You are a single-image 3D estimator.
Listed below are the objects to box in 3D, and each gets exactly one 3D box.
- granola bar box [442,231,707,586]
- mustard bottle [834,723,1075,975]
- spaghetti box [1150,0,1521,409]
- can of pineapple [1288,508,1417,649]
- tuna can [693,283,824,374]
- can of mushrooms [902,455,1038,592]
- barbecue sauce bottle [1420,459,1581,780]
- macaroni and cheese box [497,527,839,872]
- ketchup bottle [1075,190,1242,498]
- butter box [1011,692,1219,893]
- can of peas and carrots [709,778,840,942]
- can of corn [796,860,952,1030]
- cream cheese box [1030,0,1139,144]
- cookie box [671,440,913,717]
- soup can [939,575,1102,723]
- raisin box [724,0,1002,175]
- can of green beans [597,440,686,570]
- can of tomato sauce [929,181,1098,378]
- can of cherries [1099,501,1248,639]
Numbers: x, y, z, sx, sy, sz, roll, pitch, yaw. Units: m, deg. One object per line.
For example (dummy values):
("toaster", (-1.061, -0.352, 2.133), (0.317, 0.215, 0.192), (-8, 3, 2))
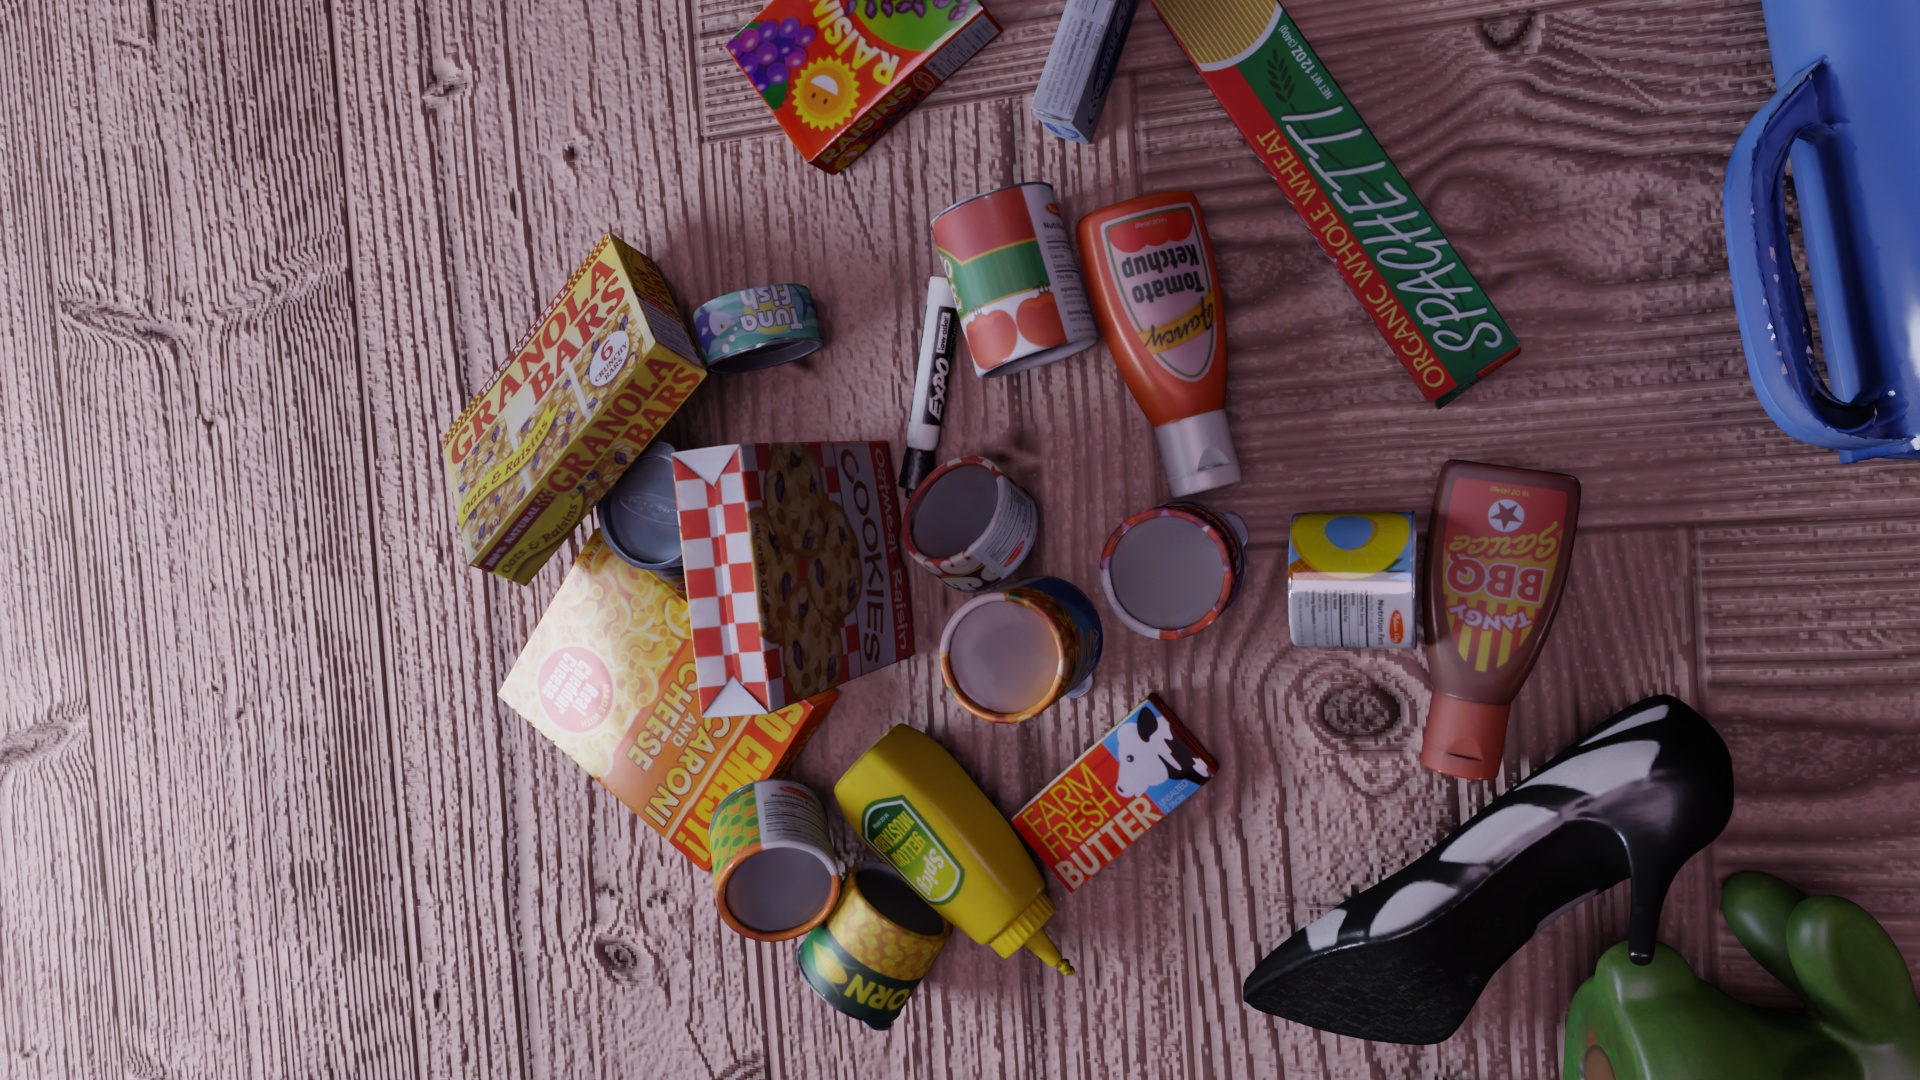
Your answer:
("granola bar box", (-0.220, -0.074, 0.778), (0.165, 0.039, 0.125), (-46, 44, 15))
("mustard bottle", (0.004, 0.172, 0.740), (0.160, 0.049, 0.065), (45, 131, 10))
("spaghetti box", (0.182, -0.180, 0.680), (0.050, 0.029, 0.250), (-35, 82, 17))
("can of pineapple", (0.190, 0.018, 0.671), (0.058, 0.071, 0.071), (0, 93, 18))
("tuna can", (-0.109, -0.115, 0.754), (0.071, 0.071, 0.033), (-15, 89, 18))
("can of mushrooms", (0.003, -0.009, 0.729), (0.071, 0.033, 0.071), (-20, 52, 28))
("barbecue sauce bottle", (0.250, 0.038, 0.663), (0.065, 0.044, 0.148), (10, 96, 16))
("macaroni and cheese box", (-0.169, 0.088, 0.801), (0.166, 0.040, 0.123), (37, 104, 13))
("ketchup bottle", (0.105, -0.097, 0.698), (0.065, 0.043, 0.148), (-15, 89, -10))
("butter box", (0.081, 0.133, 0.732), (0.103, 0.024, 0.053), (-44, 79, 15))
("can of peas and carrots", (-0.101, 0.174, 0.747), (0.071, 0.059, 0.070), (-5, 114, -11))
("can of corn", (-0.045, 0.218, 0.753), (0.071, 0.071, 0.058), (34, 102, 13))
("cream cheese box", (0.067, -0.257, 0.699), (0.024, 0.053, 0.103), (22, 100, 14))
("cookie box", (-0.078, 0.012, 0.701), (0.040, 0.168, 0.123), (-6, 92, 21))
("soup can", (0.034, 0.056, 0.711), (0.071, 0.084, 0.071), (1, 94, 17))
("raisin box", (-0.053, -0.270, 0.745), (0.123, 0.040, 0.086), (-37, 83, 15))
("can of green beans", (-0.160, -0.018, 0.782), (0.071, 0.058, 0.071), (1, 94, 18))
("can of tomato sauce", (0.026, -0.132, 0.713), (0.071, 0.071, 0.083), (-18, 88, 18))
("can of cherries", (0.109, 0.012, 0.698), (0.071, 0.058, 0.071), (1, 94, 18))
